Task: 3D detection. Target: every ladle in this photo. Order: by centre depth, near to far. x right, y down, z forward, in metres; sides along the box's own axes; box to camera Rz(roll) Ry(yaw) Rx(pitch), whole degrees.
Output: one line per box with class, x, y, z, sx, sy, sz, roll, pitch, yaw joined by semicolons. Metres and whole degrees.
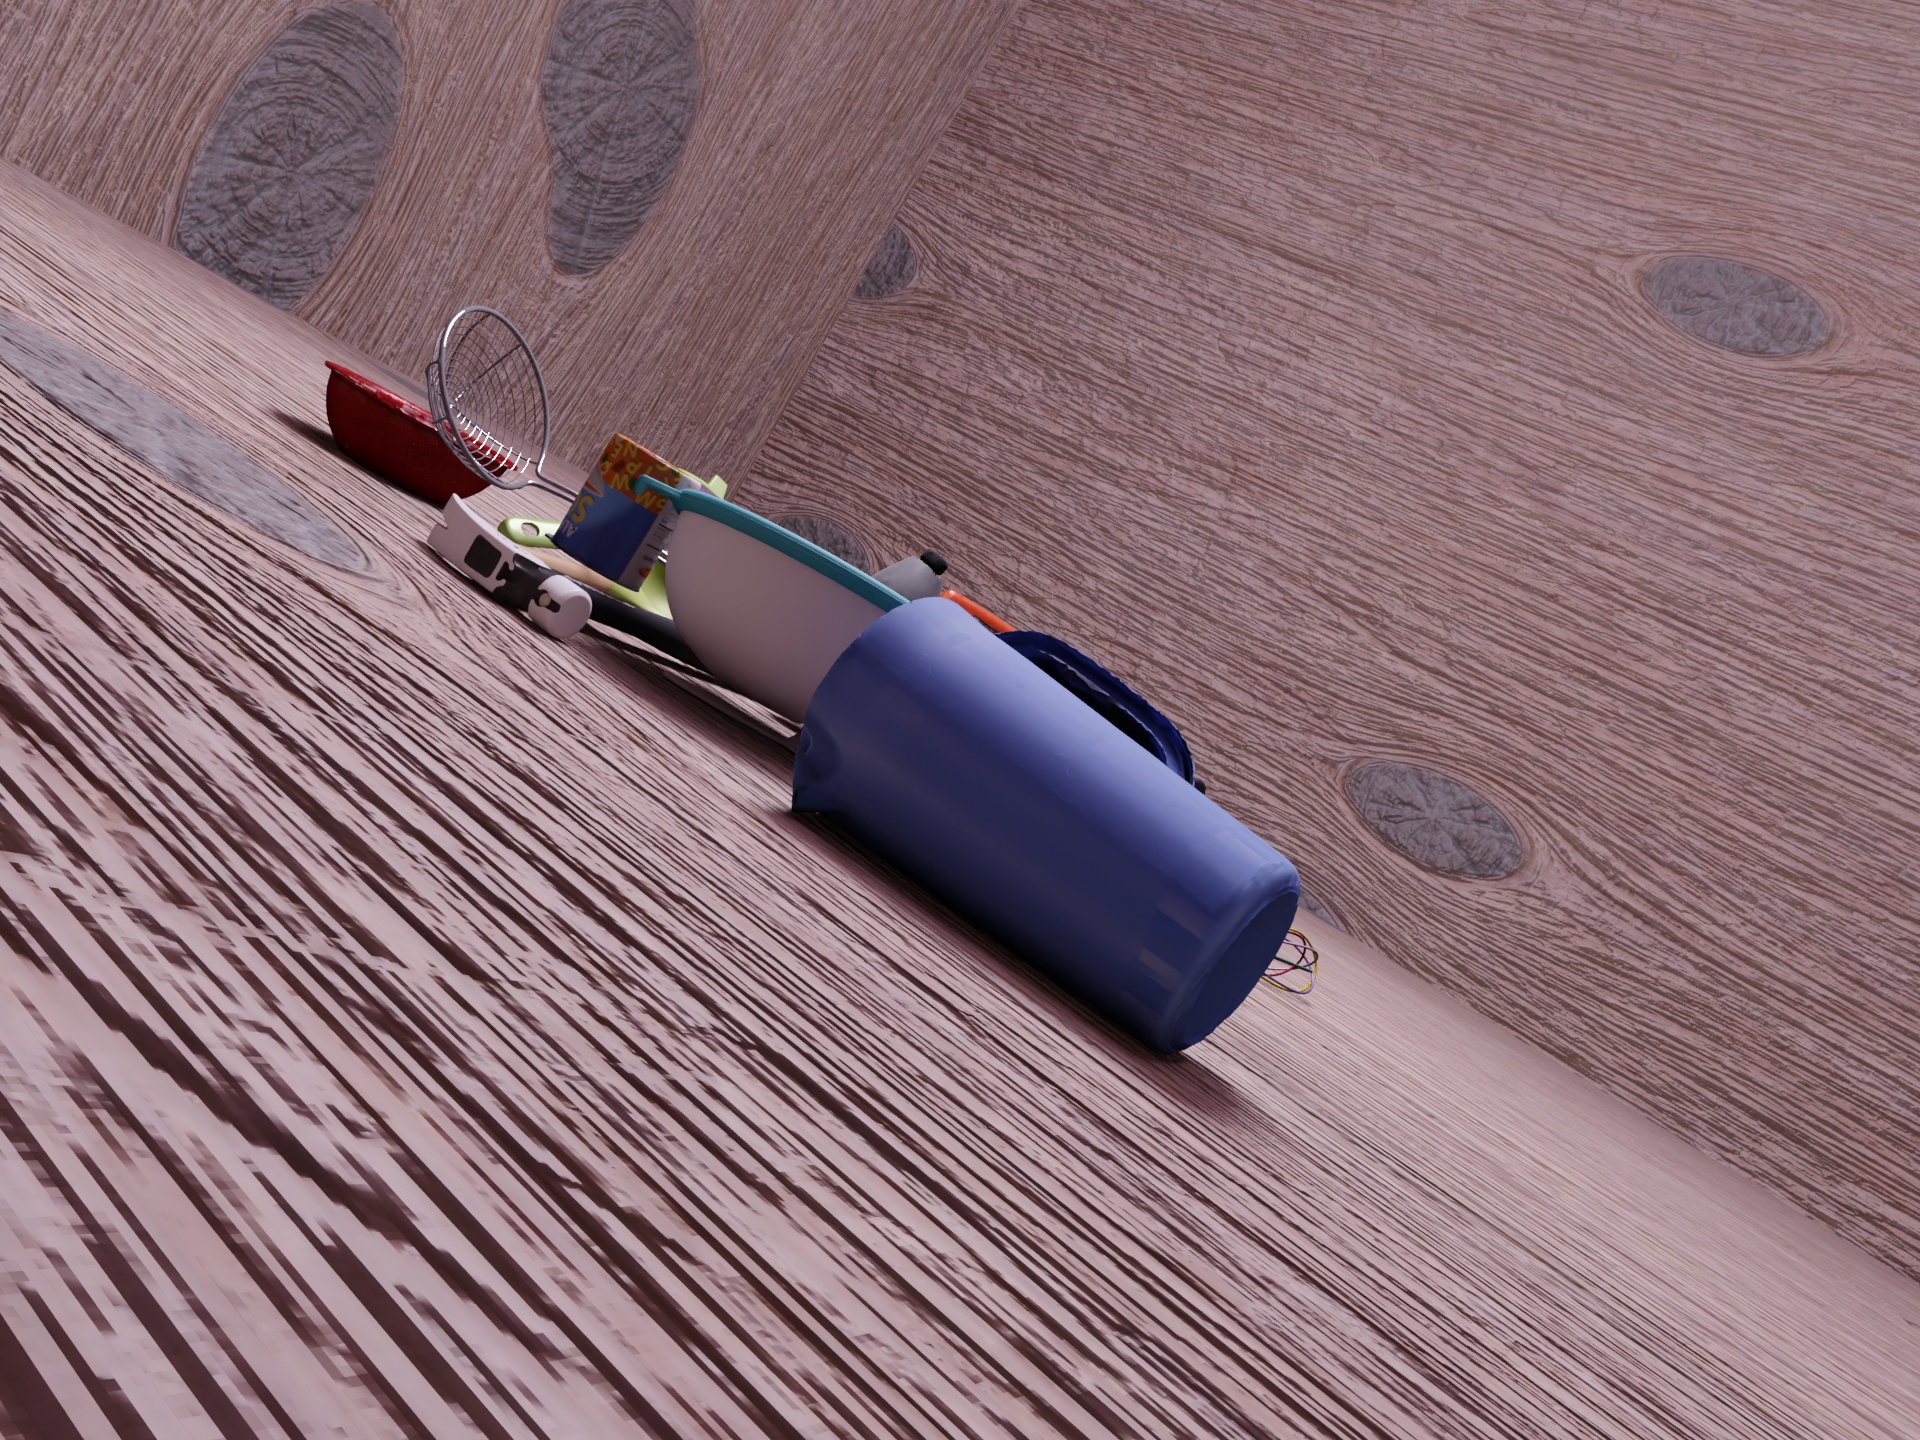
ladle;-0.268;-0.113;1.167;0.078;0.062;0.320;52;12;16

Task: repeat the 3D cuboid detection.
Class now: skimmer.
skimmer;-0.224;-0.152;1.148;0.363;0.090;0.127;35;36;-12

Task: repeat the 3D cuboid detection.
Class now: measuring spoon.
measuring spoon;-0.133;-0.005;1.021;0.124;0.018;0.034;29;3;-8

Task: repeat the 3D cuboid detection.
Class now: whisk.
whisk;0.210;0.170;1.290;0.244;0.047;0.051;25;7;-34

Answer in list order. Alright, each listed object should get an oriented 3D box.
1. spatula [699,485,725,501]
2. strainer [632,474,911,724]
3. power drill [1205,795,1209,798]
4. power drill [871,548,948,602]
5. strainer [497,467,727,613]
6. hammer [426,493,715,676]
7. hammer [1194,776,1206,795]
spatula;-0.144;-0.135;1.316;0.316;0.018;0.060;31;33;7
strainer;-0.056;-0.027;0.975;0.341;0.095;0.210;28;-4;26
power drill;0.110;0.057;1.373;0.226;0.084;0.185;32;25;36
power drill;0.000;-0.017;1.157;0.220;0.143;0.078;39;-7;5
strainer;-0.289;-0.139;1.336;0.069;0.151;0.256;-23;-14;37
hammer;-0.213;-0.065;1.074;0.146;0.035;0.334;33;3;27
hammer;-0.002;-0.004;1.266;0.409;0.036;0.149;20;-10;7
